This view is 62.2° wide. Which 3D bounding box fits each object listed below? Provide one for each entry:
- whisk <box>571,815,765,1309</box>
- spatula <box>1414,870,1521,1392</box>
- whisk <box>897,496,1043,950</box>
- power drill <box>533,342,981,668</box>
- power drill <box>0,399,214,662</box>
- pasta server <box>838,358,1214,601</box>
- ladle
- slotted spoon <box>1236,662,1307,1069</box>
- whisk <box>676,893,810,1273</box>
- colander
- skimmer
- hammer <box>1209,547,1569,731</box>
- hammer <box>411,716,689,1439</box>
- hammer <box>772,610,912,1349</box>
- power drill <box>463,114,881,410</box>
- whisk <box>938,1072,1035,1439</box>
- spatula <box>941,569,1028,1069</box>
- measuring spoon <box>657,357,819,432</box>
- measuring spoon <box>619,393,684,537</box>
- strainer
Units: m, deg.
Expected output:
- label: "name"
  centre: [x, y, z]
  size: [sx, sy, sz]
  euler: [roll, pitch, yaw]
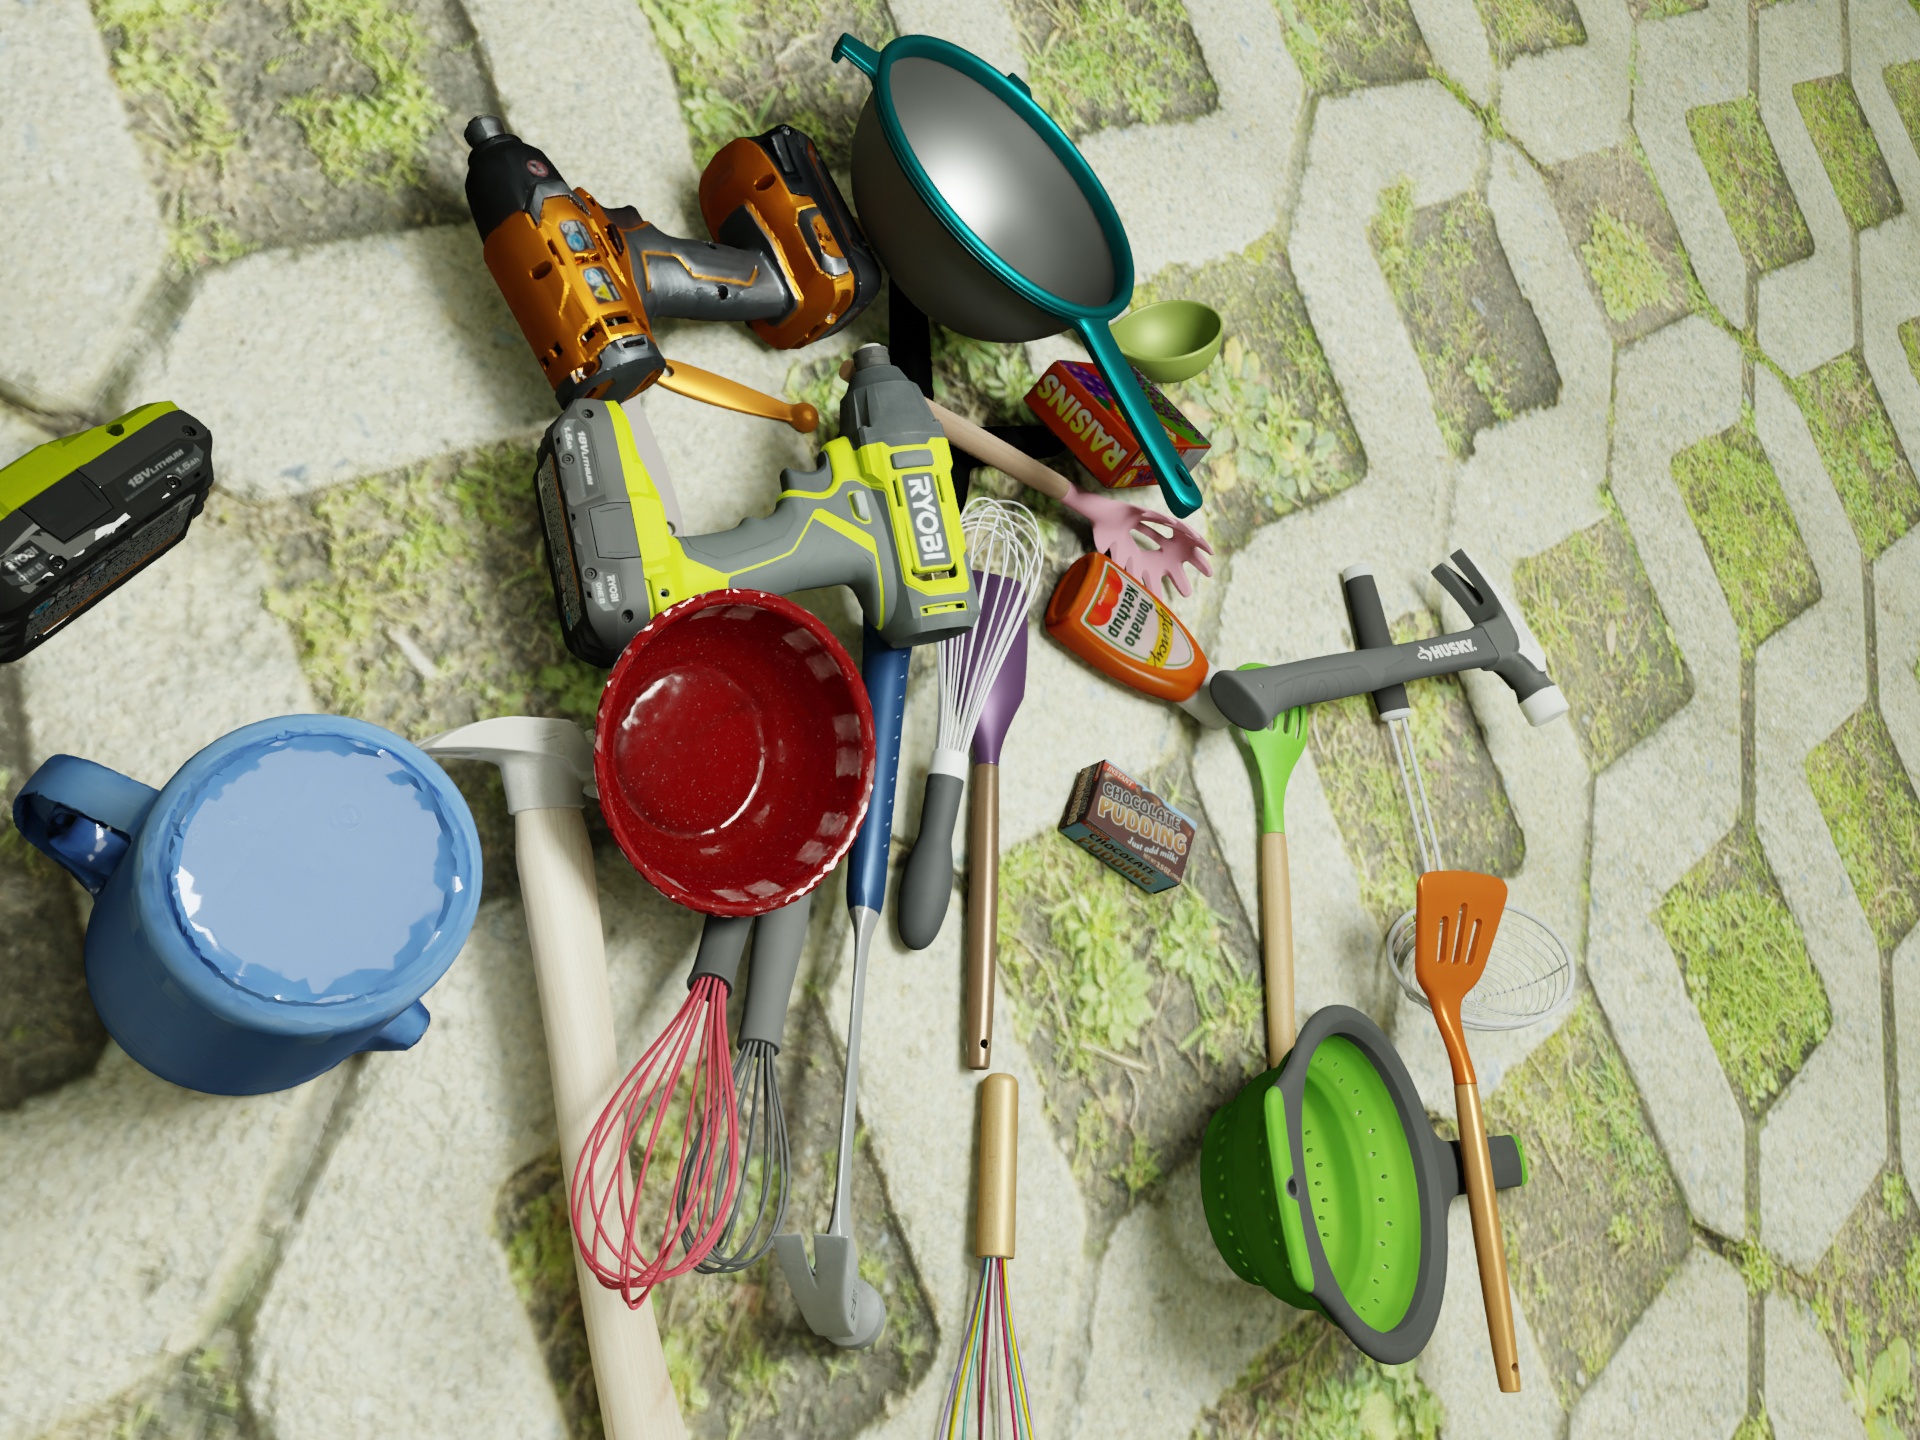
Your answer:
- label: "whisk"
  centre: [-0.125, 0.144, 0.767]
  size: [0.073, 0.073, 0.296]
  euler: [35, 36, -21]
- label: "spatula"
  centre: [0.335, 0.259, 1.025]
  size: [0.081, 0.041, 0.323]
  euler: [8, 68, -27]
- label: "whisk"
  centre: [-0.002, -0.003, 0.949]
  size: [0.070, 0.070, 0.285]
  euler: [20, 71, -29]
- label: "power drill"
  centre: [-0.109, -0.117, 0.866]
  size: [0.223, 0.080, 0.171]
  euler: [-10, 84, -24]
- label: "power drill"
  centre: [-0.440, -0.157, 0.681]
  size: [0.228, 0.080, 0.191]
  euler: [46, 54, -10]
- label: "pasta server"
  centre: [0.048, -0.153, 1.017]
  size: [0.316, 0.060, 0.040]
  euler: [22, 36, -39]
- label: "ladle"
  centre: [0.043, -0.302, 1.091]
  size: [0.320, 0.062, 0.078]
  euler: [14, 36, -28]
- label: "slotted spoon"
  centre: [0.218, 0.104, 1.089]
  size: [0.070, 0.031, 0.314]
  euler: [15, 67, -32]
- label: "whisk"
  centre: [-0.101, 0.164, 0.808]
  size: [0.055, 0.055, 0.239]
  euler: [28, 46, -25]
- label: "colander"
  centre: [0.259, 0.295, 1.024]
  size: [0.396, 0.094, 0.205]
  euler: [16, 62, -50]
- label: "skimmer"
  centre: [0.342, 0.046, 1.157]
  size: [0.127, 0.090, 0.363]
  euler: [-9, 75, -6]
- label: "hammer"
  centre: [0.302, -0.044, 1.142]
  size: [0.334, 0.035, 0.146]
  euler: [-10, 68, -37]
- label: "hammer"
  centre: [-0.176, 0.200, 0.739]
  size: [0.146, 0.038, 0.411]
  euler: [5, 72, -63]
- label: "hammer"
  centre: [-0.052, 0.112, 0.851]
  size: [0.035, 0.144, 0.406]
  euler: [0, 62, 6]
- label: "power drill"
  centre: [-0.167, -0.274, 0.901]
  size: [0.226, 0.084, 0.164]
  euler: [-28, 91, -44]
- label: "whisk"
  centre: [0.022, 0.315, 0.864]
  size: [0.051, 0.047, 0.245]
  euler: [17, 61, -29]
- label: "spatula"
  centre: [0.013, 0.052, 0.966]
  size: [0.059, 0.018, 0.316]
  euler: [10, 67, -21]
- label: "measuring spoon"
  centre: [-0.135, -0.197, 0.952]
  size: [0.116, 0.011, 0.021]
  euler: [13, 67, -32]
- label: "measuring spoon"
  centre: [-0.184, -0.153, 0.904]
  size: [0.034, 0.018, 0.124]
  euler: [-21, 93, -48]
- label: "strainer"
  centre: [0.034, -0.255, 0.982]
  size: [0.211, 0.095, 0.340]
  euler: [-18, 77, -52]
